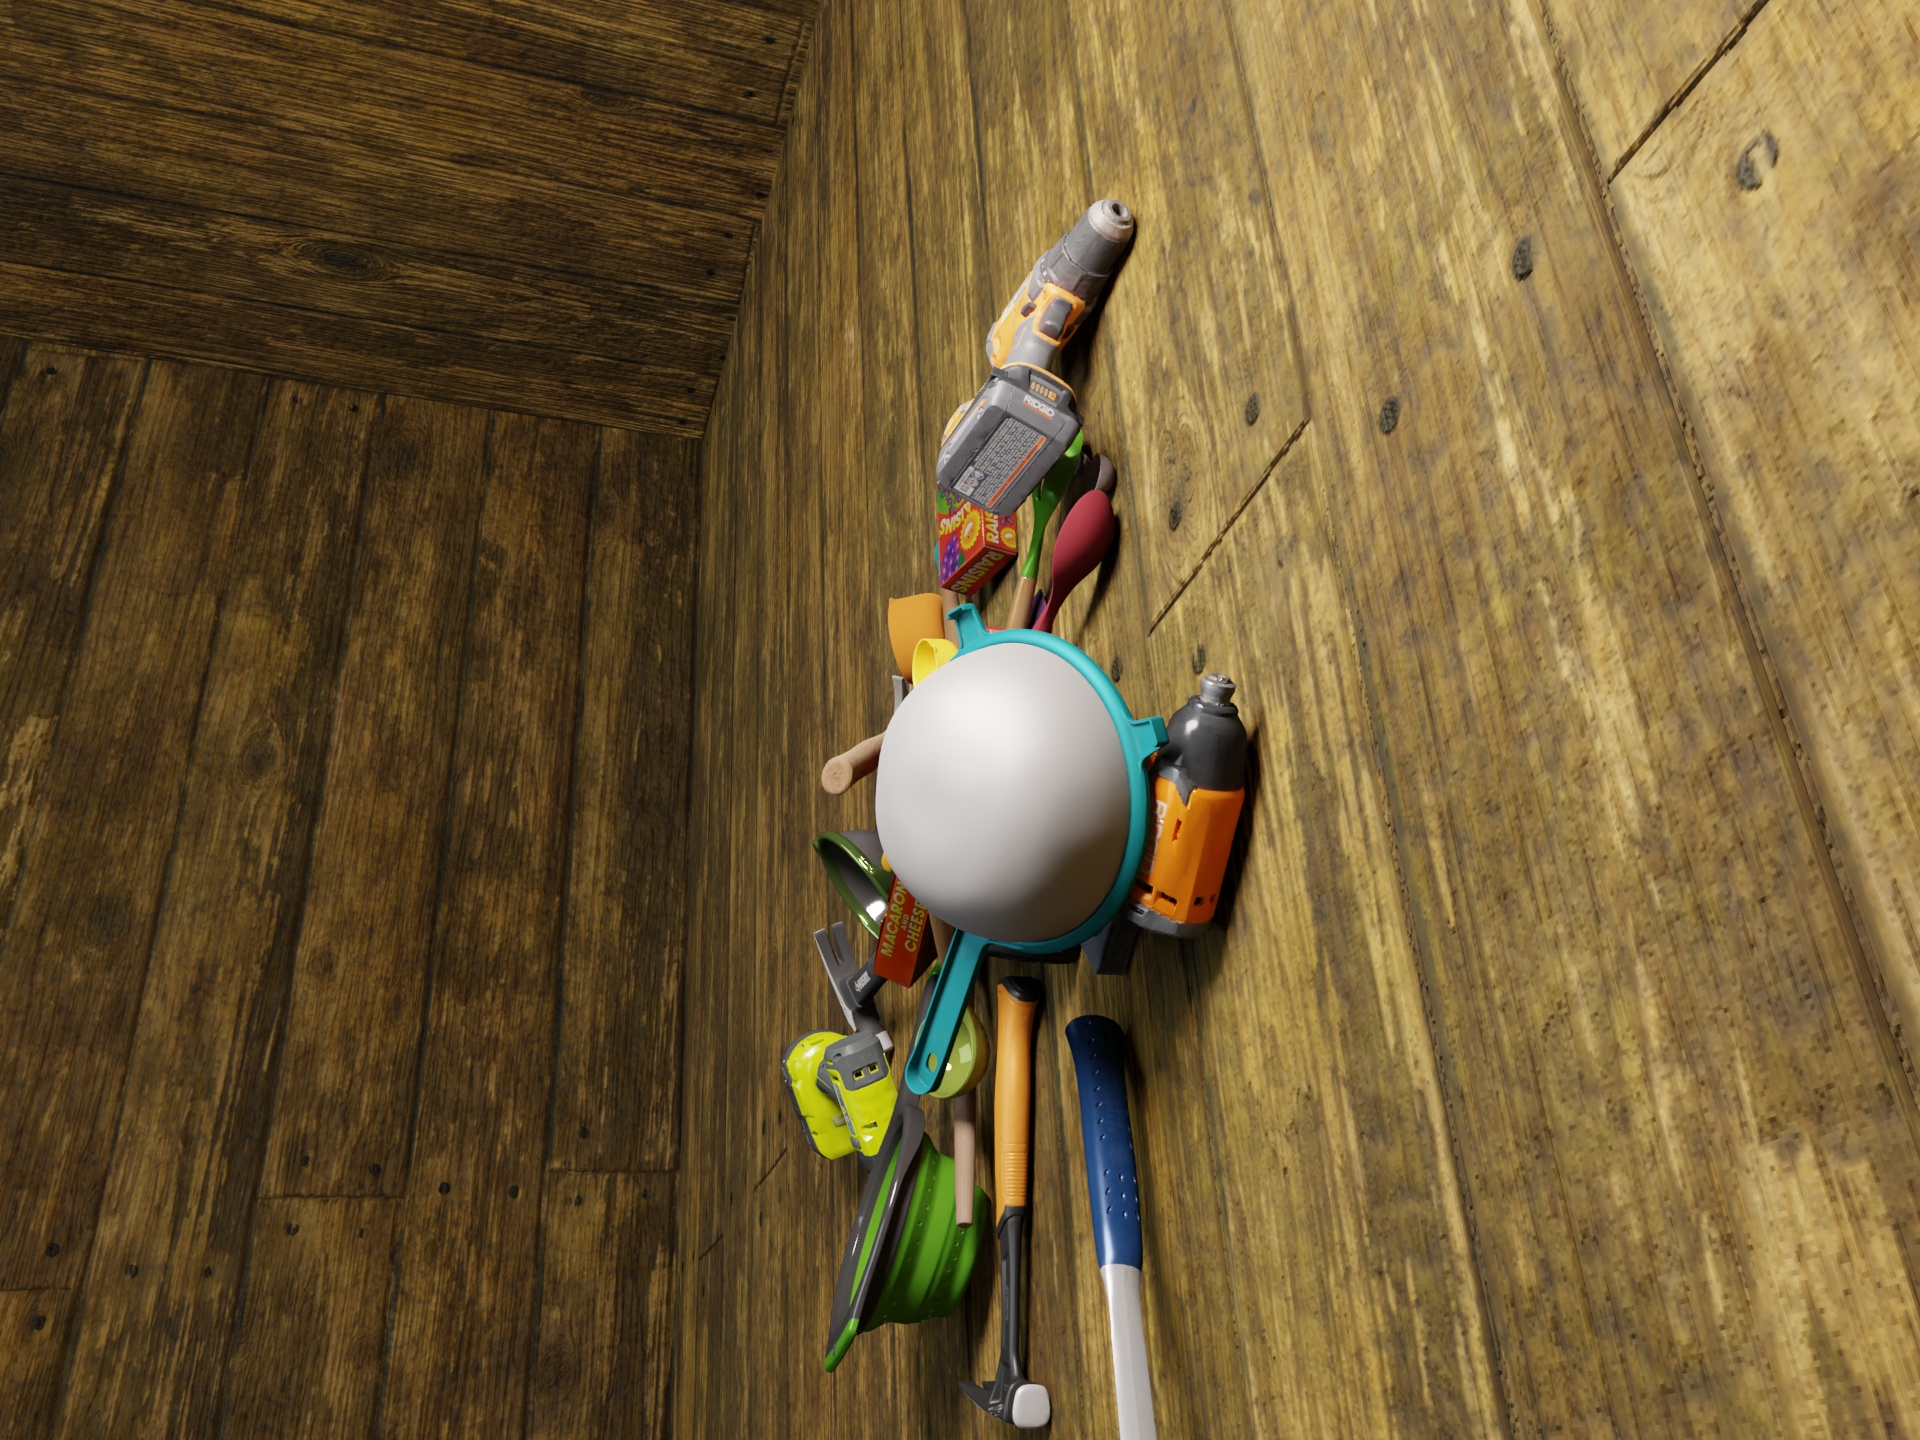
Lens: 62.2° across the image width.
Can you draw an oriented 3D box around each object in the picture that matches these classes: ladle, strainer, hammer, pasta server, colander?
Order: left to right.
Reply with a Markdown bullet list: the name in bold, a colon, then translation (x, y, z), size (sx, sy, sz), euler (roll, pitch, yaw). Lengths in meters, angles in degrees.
- **hammer**: translation (-0.085, 0.030, 1.585), size (0.331, 0.031, 0.130), euler (-35, -43, -79)
- **hammer**: translation (-0.080, 0.238, 1.578), size (0.146, 0.035, 0.334), euler (64, 158, 14)
- **strainer**: translation (-0.061, 0.147, 1.570), size (0.151, 0.069, 0.256), euler (54, 158, 2)
- **ladle**: translation (-0.023, 0.175, 1.245), size (0.078, 0.062, 0.319), euler (46, 152, 48)
- **colander**: translation (-0.020, 0.380, 1.405), size (0.204, 0.094, 0.397), euler (113, 174, -48)
- **strainer**: translation (-0.007, 0.106, 1.026), size (0.211, 0.095, 0.340), euler (34, 116, 39)
- **pasta server**: translation (-0.003, 0.285, 1.380), size (0.060, 0.040, 0.317), euler (90, 180, -50)
- **hammer**: translation (0.039, 0.375, 1.270), size (0.127, 0.034, 0.337), euler (146, 128, -67)
- **ladle**: translation (0.052, -0.051, 1.293), size (0.031, 0.069, 0.315), euler (44, 129, 22)
- **hammer**: translation (0.104, 0.346, 0.965), size (0.406, 0.144, 0.035), euler (-91, 18, -52)

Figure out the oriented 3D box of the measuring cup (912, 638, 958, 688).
- **measuring cup**: translation (-0.002, -0.004, 1.315), size (0.062, 0.029, 0.157), euler (112, 144, -45)

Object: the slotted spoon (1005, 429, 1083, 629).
- **slotted spoon**: translation (0.053, -0.100, 1.360), size (0.070, 0.031, 0.313), euler (-110, 30, -62)

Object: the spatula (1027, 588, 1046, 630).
- **spatula**: translation (0.025, -0.008, 1.478), size (0.315, 0.018, 0.060), euler (120, 148, -51)

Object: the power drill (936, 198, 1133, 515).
- **power drill**: translation (0.067, -0.297, 1.272), size (0.185, 0.084, 0.226), euler (-46, 21, 50)

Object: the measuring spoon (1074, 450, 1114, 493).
- **measuring spoon**: translation (0.106, -0.206, 1.292), size (0.124, 0.018, 0.034), euler (-112, 33, -70)

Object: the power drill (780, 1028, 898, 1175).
- **power drill**: translation (-0.110, 0.403, 1.642), size (0.223, 0.080, 0.171), euler (-15, 94, 70)

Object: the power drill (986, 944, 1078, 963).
- **power drill**: translation (0.068, 0.070, 1.214), size (0.188, 0.080, 0.226), euler (-131, 52, -67)

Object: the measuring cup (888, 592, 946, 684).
- **measuring cup**: translation (-0.025, -0.100, 1.627), size (0.174, 0.052, 0.095), euler (-63, -42, -64)

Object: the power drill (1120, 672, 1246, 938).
- **power drill**: translation (0.092, 0.023, 1.041), size (0.227, 0.084, 0.164), euler (28, 113, 45)

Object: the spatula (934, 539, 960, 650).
- **spatula**: translation (0.003, -0.106, 1.544), size (0.082, 0.044, 0.318), euler (123, 148, -53)
